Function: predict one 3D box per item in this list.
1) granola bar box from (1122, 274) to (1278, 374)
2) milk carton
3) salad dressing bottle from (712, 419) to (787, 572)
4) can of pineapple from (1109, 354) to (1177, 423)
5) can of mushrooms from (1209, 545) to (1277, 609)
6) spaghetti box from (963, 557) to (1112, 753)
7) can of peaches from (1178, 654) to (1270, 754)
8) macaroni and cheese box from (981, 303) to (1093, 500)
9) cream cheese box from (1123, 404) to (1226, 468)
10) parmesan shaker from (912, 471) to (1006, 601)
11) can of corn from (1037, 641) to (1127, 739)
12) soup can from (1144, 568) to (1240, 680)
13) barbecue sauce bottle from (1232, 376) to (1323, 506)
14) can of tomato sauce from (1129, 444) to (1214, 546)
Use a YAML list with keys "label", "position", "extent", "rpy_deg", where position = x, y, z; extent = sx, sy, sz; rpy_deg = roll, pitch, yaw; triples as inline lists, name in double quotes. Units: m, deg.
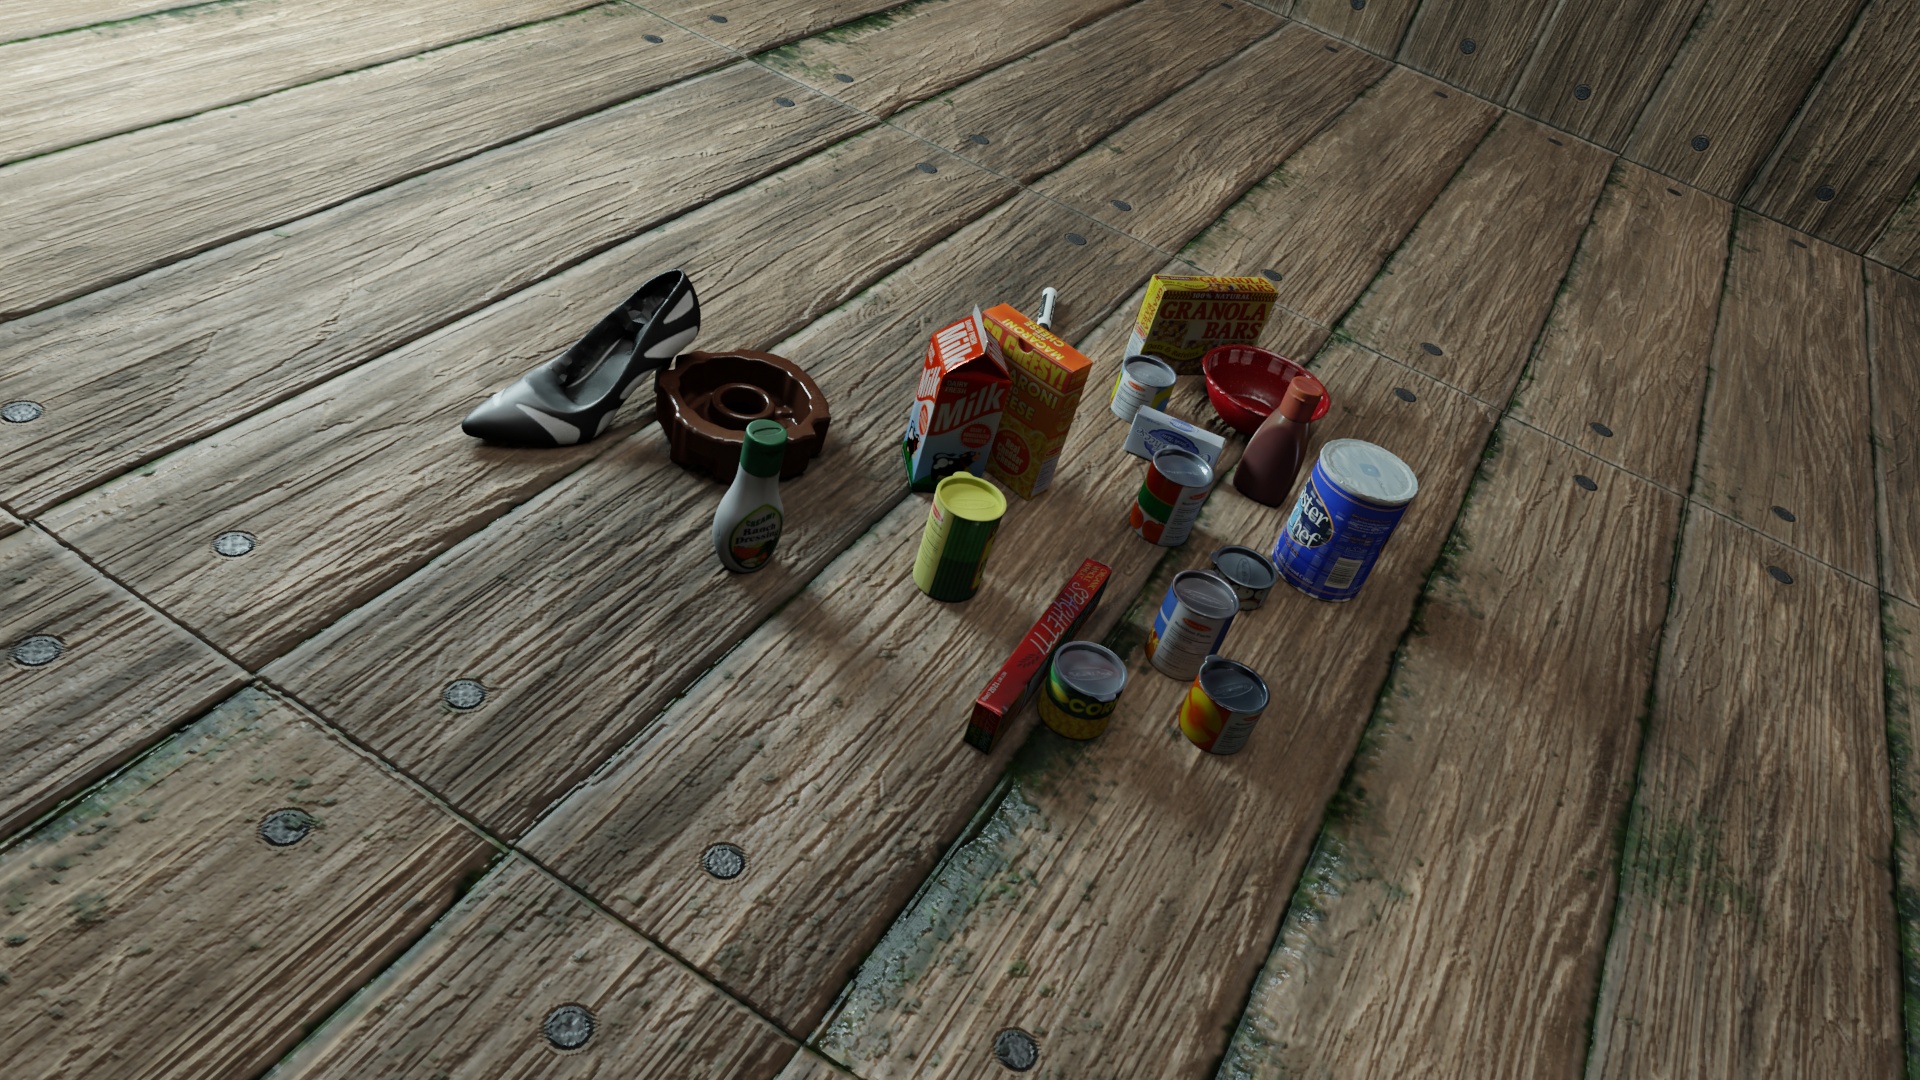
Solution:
- label: "granola bar box"
  position: [0.295, -0.266, 1.719]
  extent: [0.166, 0.123, 0.039]
  rpy_deg: [-3, 42, -24]
- label: "milk carton"
  position: [-0.001, -0.140, 1.398]
  extent: [0.073, 0.189, 0.073]
  rpy_deg: [4, 40, -16]
- label: "salad dressing bottle"
  position: [-0.184, -0.039, 1.239]
  extent: [0.064, 0.146, 0.044]
  rpy_deg: [-13, 47, -33]
- label: "can of pineapple"
  position: [0.215, -0.177, 1.633]
  extent: [0.071, 0.057, 0.071]
  rpy_deg: [11, 38, -9]
- label: "can of mushrooms"
  position: [0.284, 0.037, 1.417]
  extent: [0.071, 0.033, 0.071]
  rpy_deg: [11, 38, -9]
- label: "spaghetti box"
  position: [0.074, 0.097, 1.249]
  extent: [0.029, 0.049, 0.251]
  rpy_deg: [28, 39, 13]
- label: "can of peaches"
  position: [0.234, 0.147, 1.243]
  extent: [0.071, 0.057, 0.071]
  rpy_deg: [11, 38, -9]
- label: "macaroni and cheese box"
  position: [0.058, -0.143, 1.443]
  extent: [0.124, 0.165, 0.040]
  rpy_deg: [37, 42, 24]
- label: "cream cheese box"
  position: [0.240, -0.108, 1.562]
  extent: [0.104, 0.053, 0.024]
  rpy_deg: [23, 38, 7]
- label: "parmesan shaker"
  position: [-0.002, -0.003, 1.300]
  extent: [0.071, 0.102, 0.072]
  rpy_deg: [11, 38, -9]
- label: "can of corn"
  position: [0.106, 0.133, 1.211]
  extent: [0.071, 0.058, 0.071]
  rpy_deg: [11, 38, -9]
- label: "soup can"
  position: [0.217, 0.078, 1.300]
  extent: [0.071, 0.083, 0.072]
  rpy_deg: [11, 38, -9]
- label: "barbecue sauce bottle"
  position: [0.355, -0.111, 1.532]
  extent: [0.065, 0.147, 0.044]
  rpy_deg: [30, 40, 16]
- label: "can of tomato sauce"
  position: [0.219, -0.047, 1.454]
  extent: [0.071, 0.082, 0.071]
  rpy_deg: [11, 38, -9]
